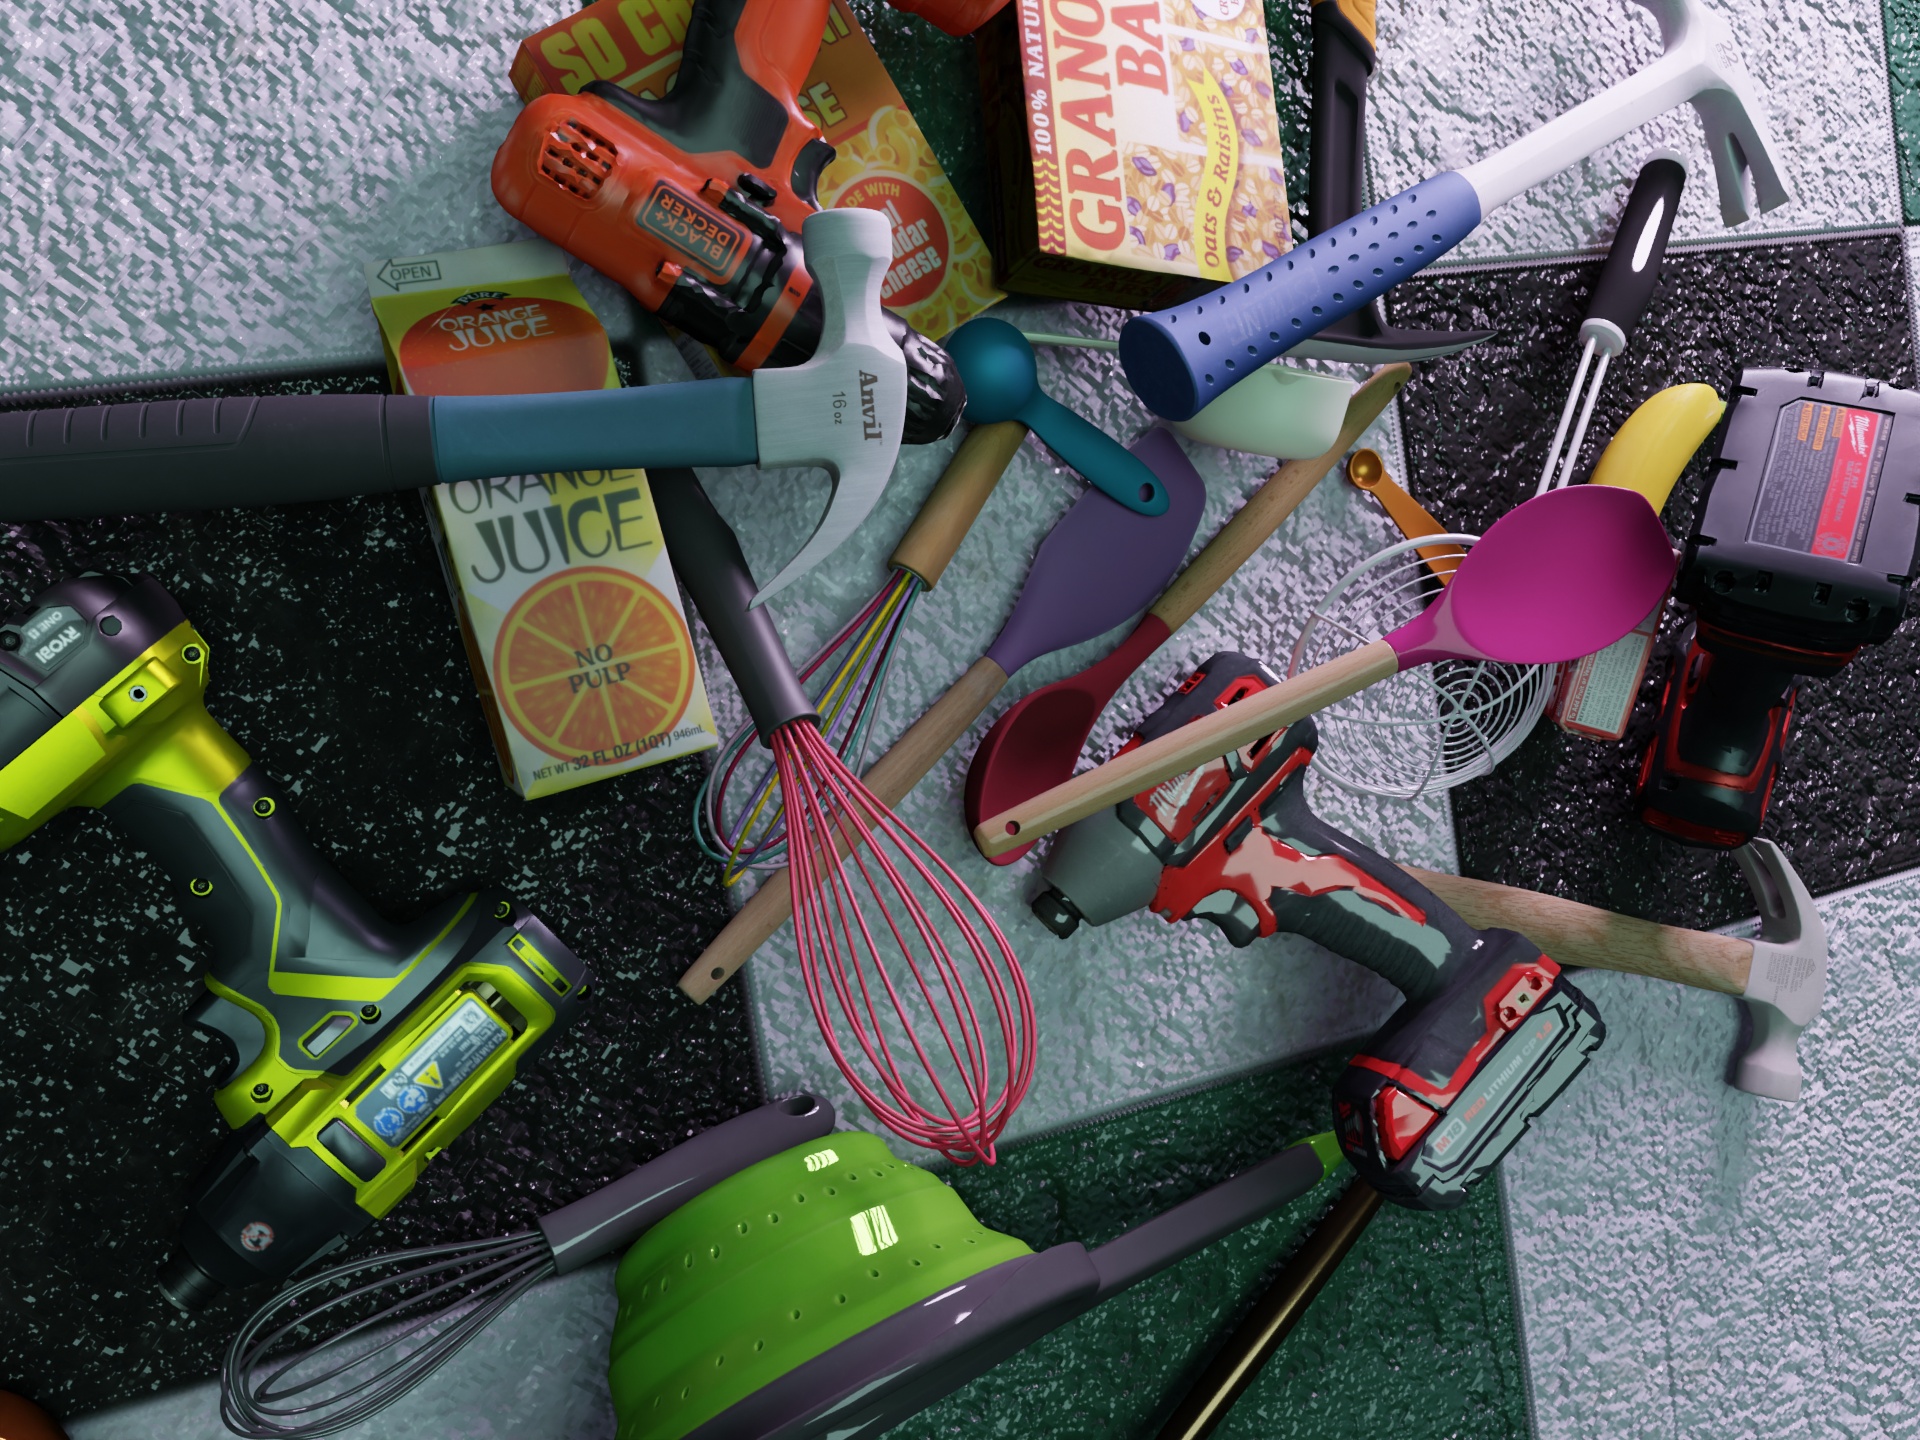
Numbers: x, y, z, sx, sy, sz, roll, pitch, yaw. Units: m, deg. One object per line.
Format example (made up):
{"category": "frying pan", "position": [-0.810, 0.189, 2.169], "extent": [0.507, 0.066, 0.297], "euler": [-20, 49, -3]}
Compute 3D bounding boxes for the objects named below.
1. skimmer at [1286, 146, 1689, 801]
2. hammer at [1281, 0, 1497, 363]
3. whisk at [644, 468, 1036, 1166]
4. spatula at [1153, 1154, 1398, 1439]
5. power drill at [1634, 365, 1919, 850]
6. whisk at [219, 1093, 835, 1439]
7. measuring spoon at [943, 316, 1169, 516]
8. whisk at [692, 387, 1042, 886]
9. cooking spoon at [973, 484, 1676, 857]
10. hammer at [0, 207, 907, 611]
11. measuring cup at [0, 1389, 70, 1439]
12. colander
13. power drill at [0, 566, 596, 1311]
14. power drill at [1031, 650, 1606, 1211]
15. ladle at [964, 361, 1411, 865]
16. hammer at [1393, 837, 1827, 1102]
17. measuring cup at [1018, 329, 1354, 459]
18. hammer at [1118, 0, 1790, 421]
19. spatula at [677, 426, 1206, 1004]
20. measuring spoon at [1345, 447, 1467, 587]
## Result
{"category": "skimmer", "position": [0.262, -0.129, 0.754], "extent": [0.127, 0.090, 0.363], "euler": [38, 65, -25]}
{"category": "hammer", "position": [0.181, -0.330, 0.718], "extent": [0.127, 0.034, 0.337], "euler": [2, 89, -15]}
{"category": "whisk", "position": [-0.052, 0.020, 0.564], "extent": [0.073, 0.073, 0.296], "euler": [-19, 67, -21]}
{"category": "spatula", "position": [0.095, 0.308, 0.706], "extent": [0.317, 0.044, 0.082], "euler": [-43, 105, -20]}
{"category": "power drill", "position": [0.366, -0.062, 0.720], "extent": [0.080, 0.226, 0.188], "euler": [16, 68, 21]}
{"category": "whisk", "position": [-0.153, 0.195, 0.594], "extent": [0.239, 0.055, 0.055], "euler": [-21, 99, -25]}
{"category": "measuring spoon", "position": [0.046, -0.119, 0.651], "extent": [0.128, 0.021, 0.042], "euler": [31, 87, -31]}
{"category": "whisk", "position": [-0.033, -0.039, 0.642], "extent": [0.245, 0.051, 0.047], "euler": [-60, 146, -15]}
{"category": "cooking spoon", "position": [0.151, -0.016, 0.643], "extent": [0.319, 0.017, 0.069], "euler": [-24, 88, -9]}
{"category": "hammer", "position": [-0.181, -0.090, 0.505], "extent": [0.331, 0.033, 0.128], "euler": [-5, 94, -10]}
{"category": "measuring cup", "position": [-0.354, 0.299, 0.509], "extent": [0.095, 0.052, 0.173], "euler": [32, 81, -19]}
{"category": "colander", "position": [0.005, 0.201, 0.628], "extent": [0.397, 0.204, 0.095], "euler": [-13, 61, -37]}
{"category": "power drill", "position": [-0.258, 0.075, 0.532], "extent": [0.171, 0.080, 0.223], "euler": [-45, 109, -15]}
{"category": "power drill", "position": [0.141, 0.091, 0.666], "extent": [0.220, 0.078, 0.143], "euler": [45, 82, 3]}
{"category": "ladle", "position": [0.103, -0.059, 0.697], "extent": [0.315, 0.031, 0.069], "euler": [-46, 142, -18]}
{"category": "hammer", "position": [0.297, 0.101, 0.778], "extent": [0.331, 0.031, 0.130], "euler": [13, 86, -21]}
{"category": "measuring cup", "position": [0.082, -0.140, 0.677], "extent": [0.167, 0.083, 0.038], "euler": [7, 106, -5]}
{"category": "hammer", "position": [0.224, -0.222, 0.681], "extent": [0.405, 0.035, 0.144], "euler": [-34, 98, -28]}
{"category": "spatula", "position": [-0.001, -0.002, 0.663], "extent": [0.316, 0.018, 0.059], "euler": [-46, 116, -15]}
{"category": "measuring spoon", "position": [0.220, -0.086, 0.757], "extent": [0.116, 0.011, 0.021], "euler": [42, 74, -21]}
